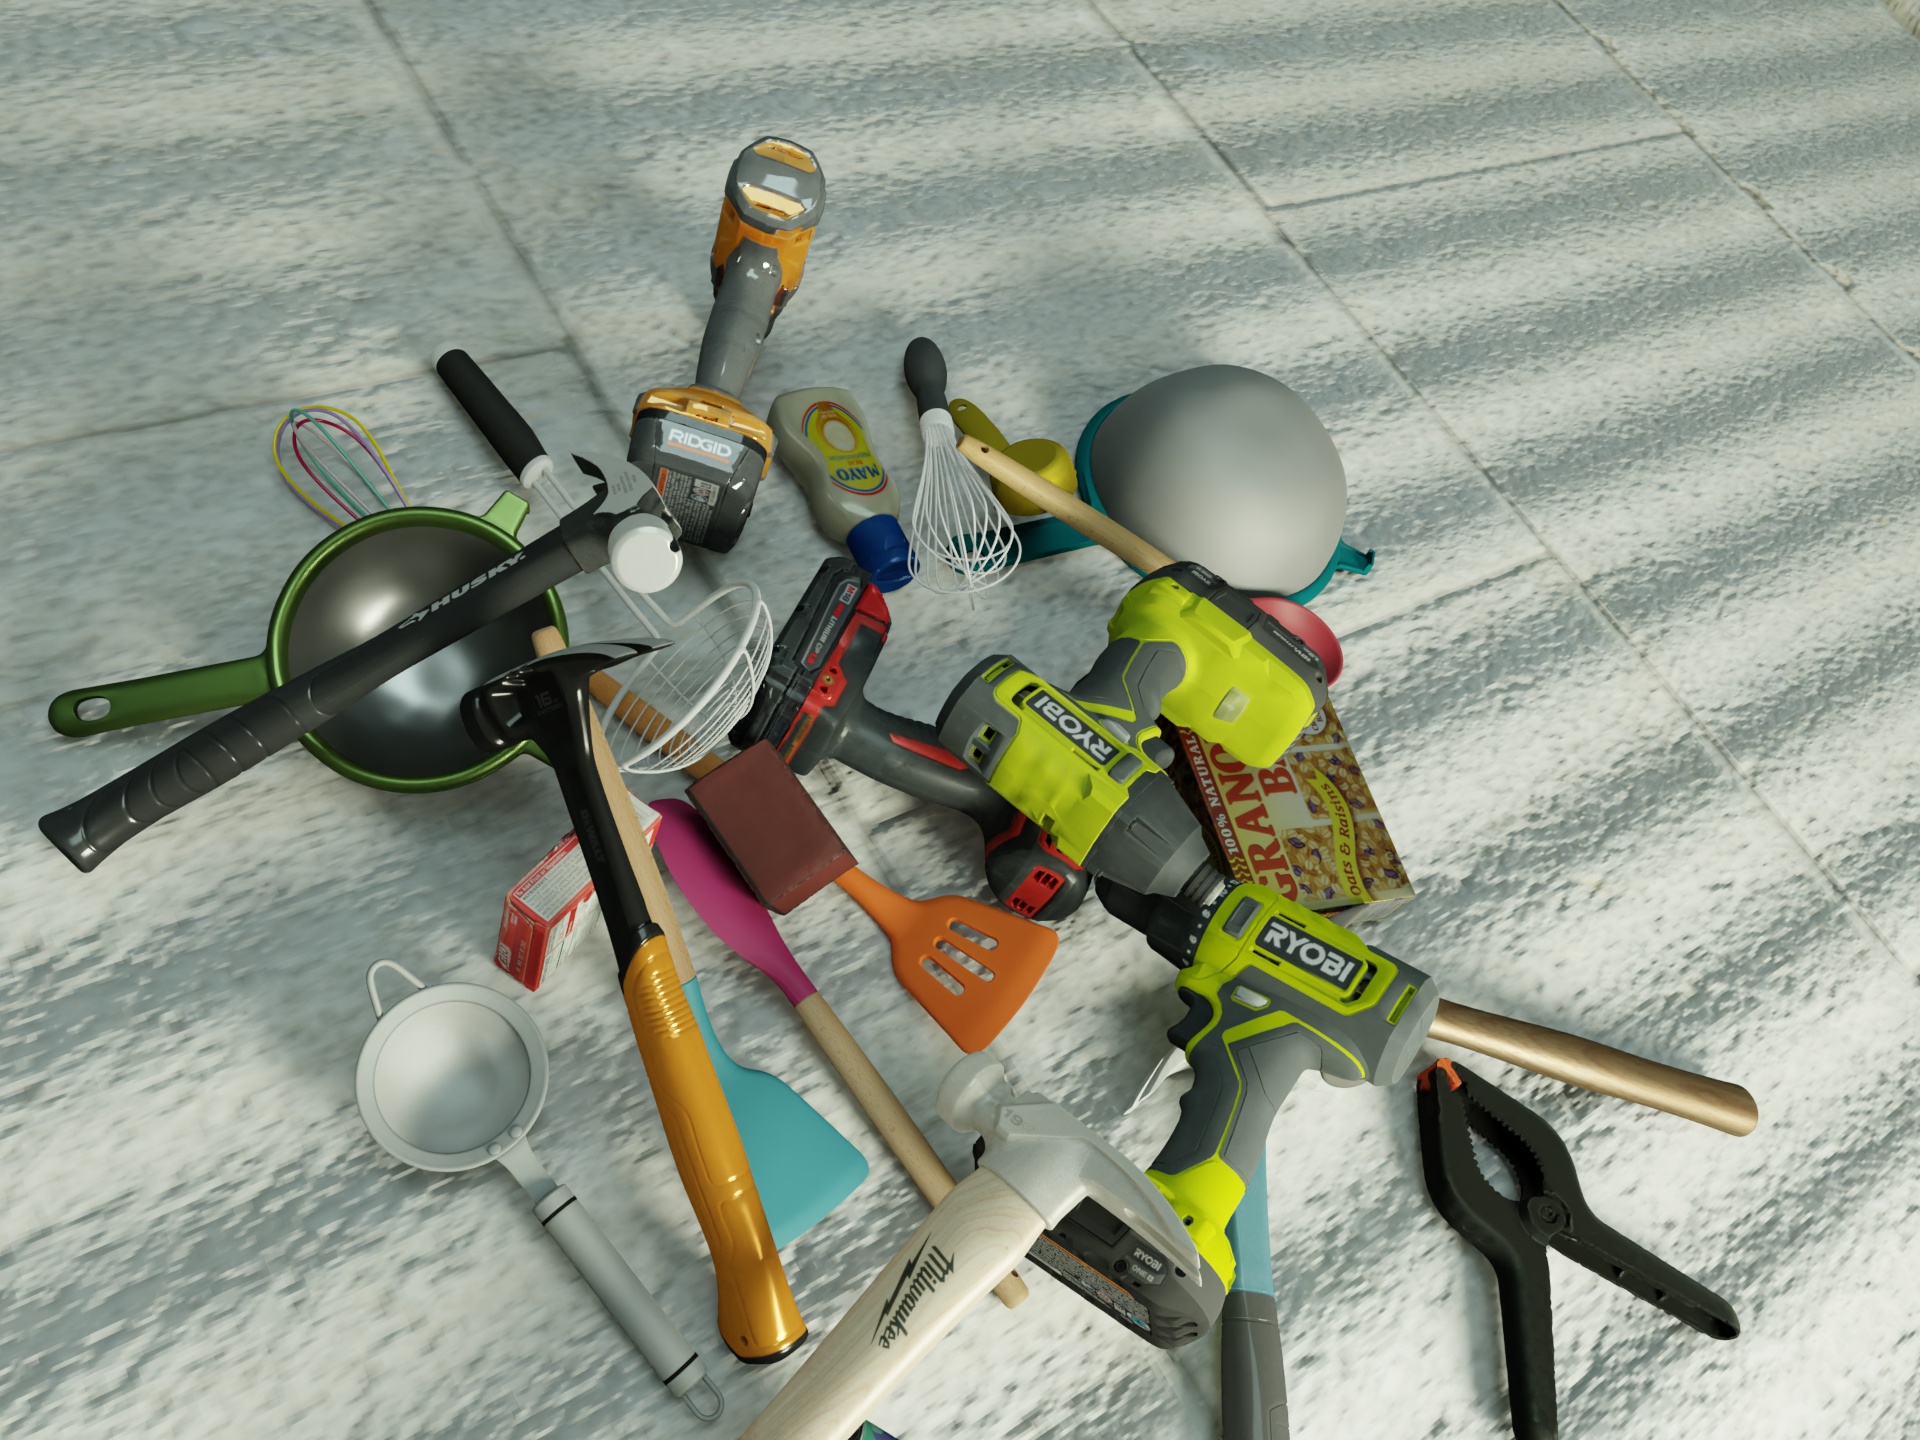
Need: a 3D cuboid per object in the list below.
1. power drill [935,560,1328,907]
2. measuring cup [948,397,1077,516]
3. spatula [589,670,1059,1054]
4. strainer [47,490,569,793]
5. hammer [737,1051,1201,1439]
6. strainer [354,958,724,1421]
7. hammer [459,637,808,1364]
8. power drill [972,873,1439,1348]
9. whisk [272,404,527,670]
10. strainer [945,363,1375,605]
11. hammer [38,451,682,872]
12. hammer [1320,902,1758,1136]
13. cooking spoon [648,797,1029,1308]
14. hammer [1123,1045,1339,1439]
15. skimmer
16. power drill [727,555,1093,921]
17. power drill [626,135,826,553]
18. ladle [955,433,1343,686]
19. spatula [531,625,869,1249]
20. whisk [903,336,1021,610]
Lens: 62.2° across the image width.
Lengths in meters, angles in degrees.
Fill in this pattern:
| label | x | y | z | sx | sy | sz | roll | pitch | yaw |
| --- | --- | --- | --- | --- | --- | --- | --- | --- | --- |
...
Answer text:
| label | x | y | z | sx | sy | sz | roll | pitch | yaw |
| --- | --- | --- | --- | --- | --- | --- | --- | --- | --- |
| power drill | 0.111 | 0.005 | 0.896 | 0.171 | 0.080 | 0.223 | 39 | 40 | 13 |
| measuring cup | 0.026 | -0.191 | 1.078 | 0.062 | 0.029 | 0.157 | -26 | 45 | -10 |
| spatula | -0.095 | 0.059 | 0.881 | 0.322 | 0.041 | 0.081 | 36 | 77 | 7 |
| strainer | -0.333 | -0.022 | 0.837 | 0.256 | 0.069 | 0.151 | -12 | 82 | -8 |
| hammer | -0.079 | 0.316 | 0.644 | 0.146 | 0.038 | 0.411 | 32 | 61 | 35 |
| strainer | -0.194 | 0.218 | 0.734 | 0.087 | 0.050 | 0.258 | -36 | 81 | -30 |
| hammer | -0.131 | 0.130 | 0.719 | 0.034 | 0.127 | 0.337 | -21 | 93 | -50 |
| power drill | 0.108 | 0.177 | 0.813 | 0.191 | 0.080 | 0.228 | 27 | 61 | 27 |
| whisk | -0.302 | -0.095 | 0.905 | 0.245 | 0.051 | 0.047 | 44 | 47 | 7 |
| strainer | 0.143 | -0.167 | 1.098 | 0.340 | 0.095 | 0.211 | -17 | 65 | -32 |
| hammer | -0.288 | -0.026 | 0.763 | 0.335 | 0.035 | 0.146 | -31 | 31 | -1 |
| hammer | 0.338 | 0.192 | 0.946 | 0.331 | 0.031 | 0.130 | 18 | 34 | -18 |
| cooking spoon | -0.065 | 0.165 | 0.823 | 0.319 | 0.017 | 0.068 | 53 | 18 | 12 |
| hammer | 0.149 | 0.308 | 0.811 | 0.128 | 0.033 | 0.331 | 13 | 53 | -14 |
| skimmer | -0.227 | -0.113 | 0.899 | 0.127 | 0.090 | 0.364 | -44 | 65 | 7 |
| power drill | -0.001 | -0.003 | 0.941 | 0.226 | 0.080 | 0.188 | 29 | 46 | -5 |
| power drill | -0.147 | -0.223 | 0.998 | 0.084 | 0.185 | 0.226 | 16 | 72 | -11 |
| ladle | 0.127 | -0.103 | 1.042 | 0.315 | 0.031 | 0.069 | 29 | 58 | -23 |
| spatula | -0.138 | 0.102 | 0.772 | 0.082 | 0.044 | 0.317 | -28 | 103 | -39 |
| whisk | -0.013 | -0.174 | 1.049 | 0.070 | 0.070 | 0.285 | 7 | 42 | -17 |
